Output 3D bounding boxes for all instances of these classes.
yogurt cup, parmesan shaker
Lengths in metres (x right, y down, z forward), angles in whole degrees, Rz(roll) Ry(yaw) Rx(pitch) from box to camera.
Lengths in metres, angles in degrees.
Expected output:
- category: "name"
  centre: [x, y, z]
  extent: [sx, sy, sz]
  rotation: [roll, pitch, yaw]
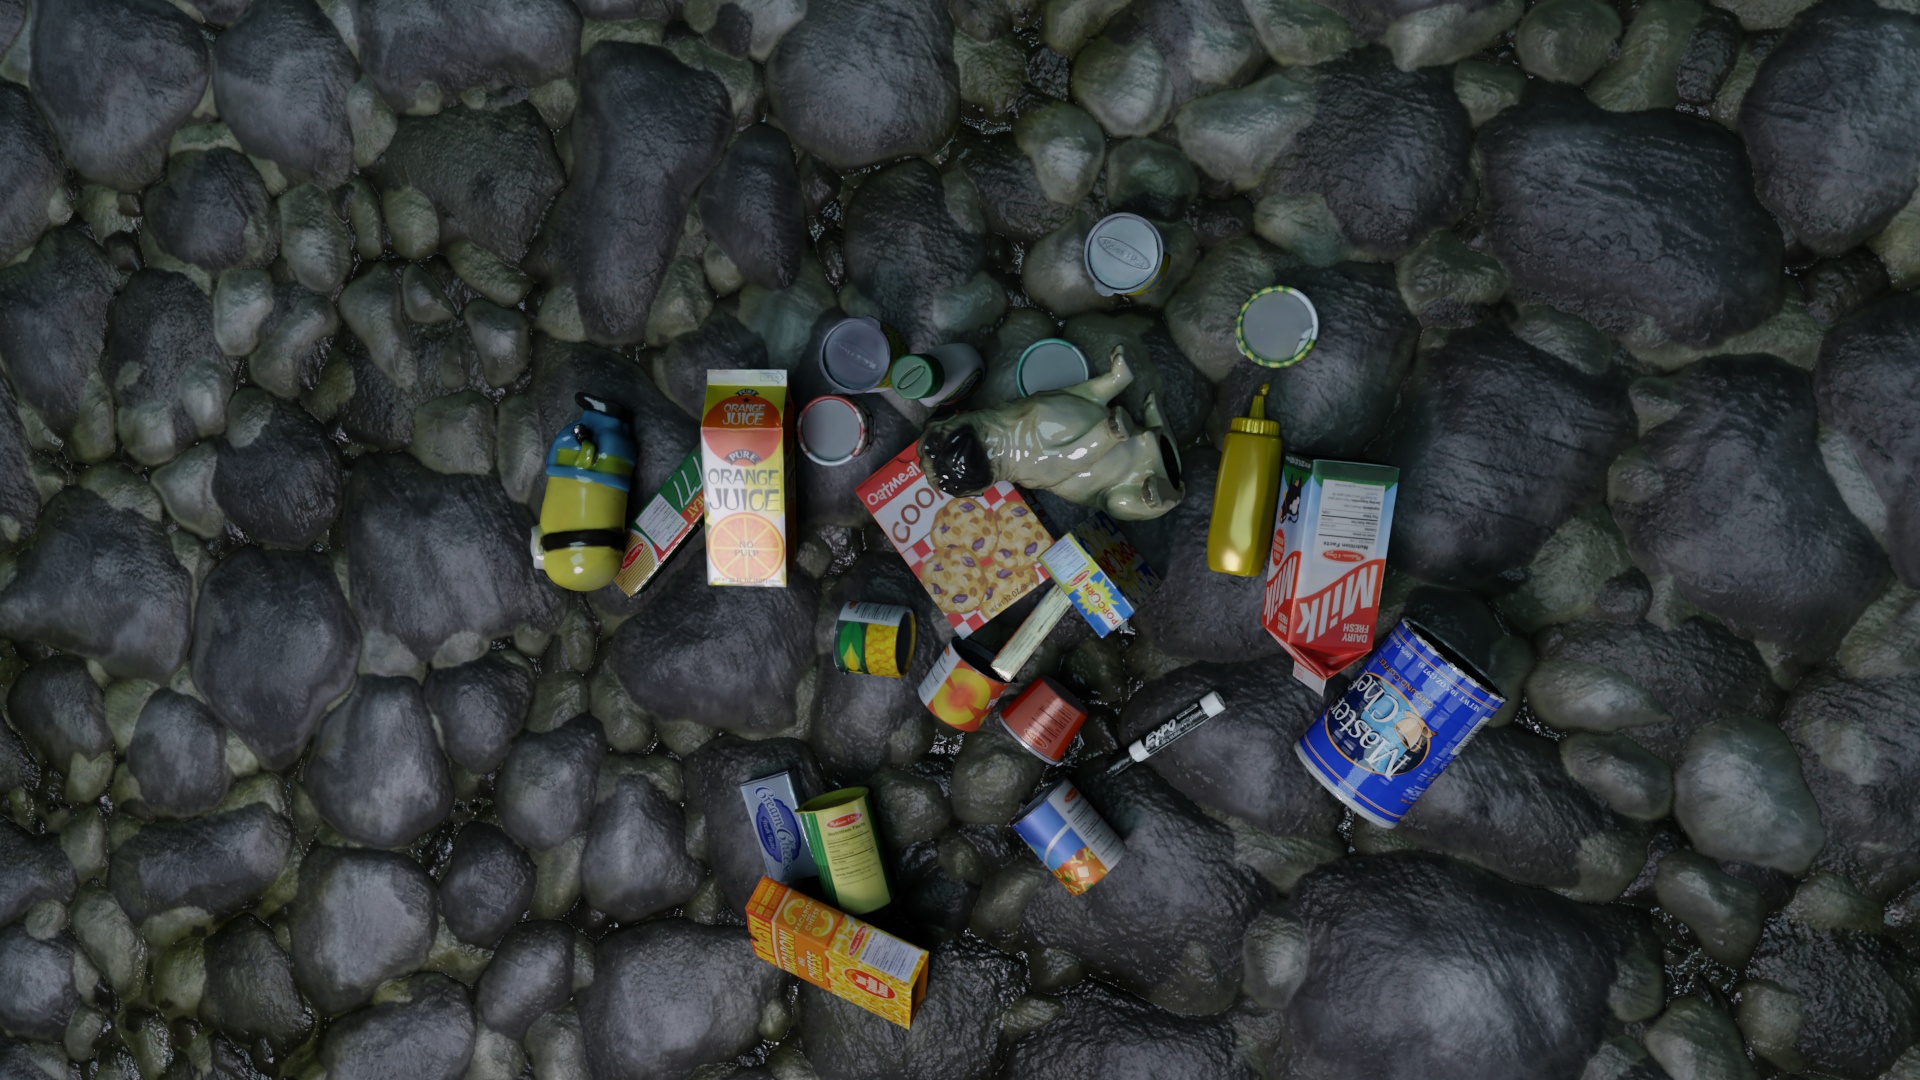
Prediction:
- category: "yogurt cup"
  centre: [0.076, 0.155, 1.224]
  extent: [0.072, 0.072, 0.054]
  rotation: [40, 97, 7]
- category: "parmesan shaker"
  centre: [-0.107, 0.289, 1.285]
  extent: [0.071, 0.071, 0.103]
  rotation: [-13, 94, 16]

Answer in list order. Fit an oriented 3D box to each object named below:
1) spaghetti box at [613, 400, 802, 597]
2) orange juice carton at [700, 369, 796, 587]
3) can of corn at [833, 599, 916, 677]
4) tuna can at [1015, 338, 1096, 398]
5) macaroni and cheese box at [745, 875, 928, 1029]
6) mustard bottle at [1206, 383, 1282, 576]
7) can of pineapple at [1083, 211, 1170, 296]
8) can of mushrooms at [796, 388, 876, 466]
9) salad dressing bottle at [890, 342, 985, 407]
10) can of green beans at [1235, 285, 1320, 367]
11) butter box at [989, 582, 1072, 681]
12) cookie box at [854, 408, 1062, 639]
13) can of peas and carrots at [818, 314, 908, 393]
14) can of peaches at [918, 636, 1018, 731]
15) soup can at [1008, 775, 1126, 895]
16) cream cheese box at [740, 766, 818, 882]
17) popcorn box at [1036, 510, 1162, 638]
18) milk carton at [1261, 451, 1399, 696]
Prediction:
- category: "spaghetti box"
  centre: [-0.245, -0.050, 1.303]
  extent: [0.050, 0.029, 0.249]
  rotation: [45, 105, 6]
- category: "orange juice carton"
  centre: [-0.187, -0.059, 1.237]
  extent: [0.072, 0.073, 0.191]
  rotation: [2, 110, 1]
- category: "can of corn"
  centre: [-0.077, 0.091, 1.256]
  extent: [0.058, 0.071, 0.071]
  rotation: [5, 98, 14]
- category: "tuna can"
  centre: [0.080, -0.142, 1.202]
  extent: [0.071, 0.033, 0.071]
  rotation: [2, 97, 14]
- category: "macaroni and cheese box"
  centre: [-0.113, 0.380, 1.275]
  extent: [0.166, 0.040, 0.123]
  rotation: [21, 146, 12]
- category: "mustard bottle"
  centre: [0.239, -0.051, 1.156]
  extent: [0.049, 0.065, 0.160]
  rotation: [9, 93, 23]
- category: "can of pineapple"
  centre: [0.139, -0.237, 1.162]
  extent: [0.071, 0.058, 0.071]
  rotation: [2, 97, 15]
- category: "can of mushrooms"
  centre: [-0.113, -0.103, 1.259]
  extent: [0.071, 0.033, 0.071]
  rotation: [2, 98, 16]
- category: "salad dressing bottle"
  centre: [-0.020, -0.139, 1.170]
  extent: [0.064, 0.148, 0.044]
  rotation: [-38, 87, 17]
- category: "can of green beans"
  centre: [0.260, -0.174, 1.137]
  extent: [0.071, 0.058, 0.071]
  rotation: [2, 97, 15]
- category: "butter box"
  centre: [0.068, 0.075, 1.221]
  extent: [0.024, 0.053, 0.103]
  rotation: [39, 105, 5]
- category: "cookie box"
  centre: [0.004, -0.015, 1.234]
  extent: [0.122, 0.040, 0.167]
  rotation: [-37, 86, 16]
- category: "can of peas and carrots"
  centre: [-0.084, -0.166, 1.230]
  extent: [0.071, 0.059, 0.071]
  rotation: [2, 97, 15]
- category: "can of peaches"
  centre: [0.006, 0.129, 1.238]
  extent: [0.071, 0.071, 0.058]
  rotation: [37, 105, 8]
- category: "soup can"
  centre: [0.094, 0.263, 1.230]
  extent: [0.071, 0.071, 0.084]
  rotation: [-43, 85, 16]
- category: "cream cheese box"
  centre: [-0.168, 0.272, 1.323]
  extent: [0.053, 0.024, 0.103]
  rotation: [-17, 92, 16]
- category: "popcorn box"
  centre: [0.119, 0.025, 1.163]
  extent: [0.038, 0.127, 0.085]
  rotation: [-40, 85, 20]
- category: "milk carton"
  centre: [0.297, 0.027, 1.134]
  extent: [0.073, 0.072, 0.190]
  rotation: [5, 98, -6]
